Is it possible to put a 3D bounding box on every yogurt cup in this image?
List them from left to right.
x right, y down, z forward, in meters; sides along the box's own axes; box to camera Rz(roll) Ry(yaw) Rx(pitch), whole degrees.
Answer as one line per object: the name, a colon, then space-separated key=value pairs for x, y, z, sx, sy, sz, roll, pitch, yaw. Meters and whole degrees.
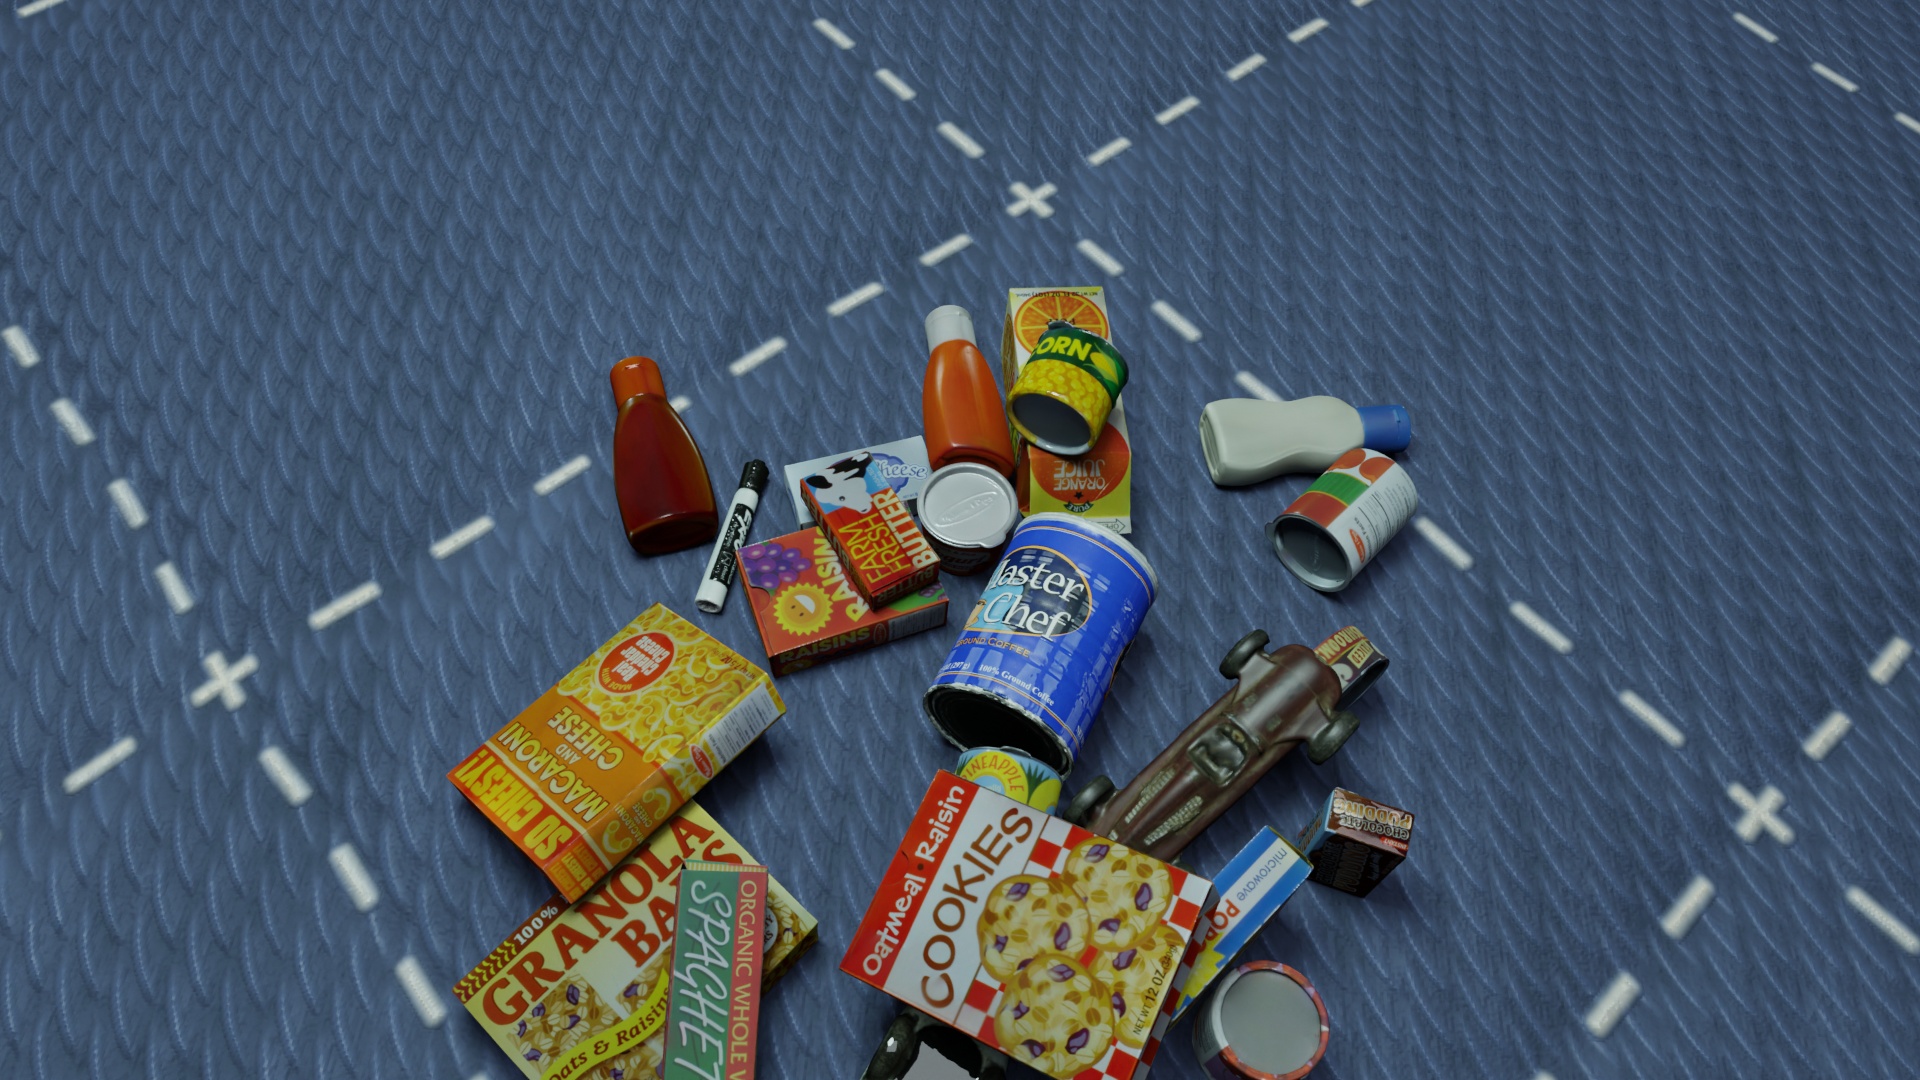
yogurt cup: x=0.003 y=-0.012 z=0.956 sx=0.072 sy=0.053 sz=0.073 roll=2 pitch=58 yaw=-3

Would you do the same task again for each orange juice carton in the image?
orange juice carton: x=0.075 y=-0.086 z=0.995 sx=0.072 sy=0.072 sz=0.193 roll=-2 pitch=59 yaw=-5

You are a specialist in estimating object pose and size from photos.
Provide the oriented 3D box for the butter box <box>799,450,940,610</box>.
butter box: x=-0.061 y=-0.008 z=0.920 sx=0.053 sy=0.024 sz=0.104 roll=-24 pitch=63 yaw=-19

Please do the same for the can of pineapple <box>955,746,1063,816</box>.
can of pineapple: x=0.023 y=0.164 z=0.839 sx=0.071 sy=0.070 sz=0.058 roll=14 pitch=59 yaw=5

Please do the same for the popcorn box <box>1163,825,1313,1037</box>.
popcorn box: x=0.141 y=0.229 z=0.798 sx=0.127 sy=0.084 sz=0.038 roll=-38 pitch=68 yaw=-24

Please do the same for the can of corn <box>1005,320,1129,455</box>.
can of corn: x=0.069 y=-0.100 z=0.919 sx=0.071 sy=0.070 sz=0.058 roll=23 pitch=62 yaw=10

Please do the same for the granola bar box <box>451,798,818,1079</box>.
granola bar box: x=-0.182 y=0.242 z=0.796 sx=0.124 sy=0.039 sz=0.166 roll=39 pitch=64 yaw=18

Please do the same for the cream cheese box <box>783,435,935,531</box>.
cream cheese box: x=-0.069 y=-0.038 z=0.985 sx=0.104 sy=0.024 sz=0.053 roll=-14 pitch=59 yaw=-12

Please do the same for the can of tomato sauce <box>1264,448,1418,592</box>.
can of tomato sauce: x=0.267 y=-0.016 z=0.970 sx=0.071 sy=0.070 sz=0.083 roll=41 pitch=64 yaw=19

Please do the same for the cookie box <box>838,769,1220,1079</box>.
cookie box: x=0.037 y=0.210 z=0.745 sx=0.167 sy=0.040 sz=0.123 roll=19 pitch=69 yaw=25

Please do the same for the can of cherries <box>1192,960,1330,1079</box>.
can of cherries: x=0.172 y=0.278 z=0.785 sx=0.071 sy=0.058 sz=0.072 roll=1 pitch=58 yaw=-2

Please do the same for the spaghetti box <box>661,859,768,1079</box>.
spaghetti box: x=-0.134 y=0.298 z=0.734 sx=0.050 sy=0.028 sz=0.251 roll=7 pitch=70 yaw=-15

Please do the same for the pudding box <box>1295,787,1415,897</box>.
pudding box: x=0.234 y=0.182 z=0.834 sx=0.050 sy=0.083 sz=0.030 roll=19 pitch=60 yaw=7

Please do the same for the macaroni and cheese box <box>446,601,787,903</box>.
macaroni and cheese box: x=-0.207 y=0.123 z=0.841 sx=0.124 sy=0.040 sz=0.167 roll=25 pitch=57 yaw=41

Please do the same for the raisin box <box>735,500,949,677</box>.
raisin box: x=-0.080 y=0.032 z=0.932 sx=0.123 sy=0.040 sz=0.086 roll=-17 pitch=62 yaw=-13

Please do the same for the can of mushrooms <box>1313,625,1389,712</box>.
can of mushrooms: x=0.244 y=0.087 z=0.901 sx=0.071 sy=0.070 sz=0.033 roll=-31 pitch=64 yaw=-21

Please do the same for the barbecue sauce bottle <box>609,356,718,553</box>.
barbecue sauce bottle: x=-0.216 y=-0.064 z=0.980 sx=0.065 sy=0.043 sz=0.149 roll=-14 pitch=60 yaw=-11

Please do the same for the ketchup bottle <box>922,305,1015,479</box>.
ketchup bottle: x=0.000 y=-0.108 z=1.016 sx=0.065 sy=0.043 sz=0.149 roll=18 pitch=46 yaw=-32

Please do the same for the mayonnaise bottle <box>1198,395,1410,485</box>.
mayonnaise bottle: x=0.254 y=-0.076 z=1.021 sx=0.148 sy=0.041 sz=0.065 roll=-5 pitch=60 yaw=-8
